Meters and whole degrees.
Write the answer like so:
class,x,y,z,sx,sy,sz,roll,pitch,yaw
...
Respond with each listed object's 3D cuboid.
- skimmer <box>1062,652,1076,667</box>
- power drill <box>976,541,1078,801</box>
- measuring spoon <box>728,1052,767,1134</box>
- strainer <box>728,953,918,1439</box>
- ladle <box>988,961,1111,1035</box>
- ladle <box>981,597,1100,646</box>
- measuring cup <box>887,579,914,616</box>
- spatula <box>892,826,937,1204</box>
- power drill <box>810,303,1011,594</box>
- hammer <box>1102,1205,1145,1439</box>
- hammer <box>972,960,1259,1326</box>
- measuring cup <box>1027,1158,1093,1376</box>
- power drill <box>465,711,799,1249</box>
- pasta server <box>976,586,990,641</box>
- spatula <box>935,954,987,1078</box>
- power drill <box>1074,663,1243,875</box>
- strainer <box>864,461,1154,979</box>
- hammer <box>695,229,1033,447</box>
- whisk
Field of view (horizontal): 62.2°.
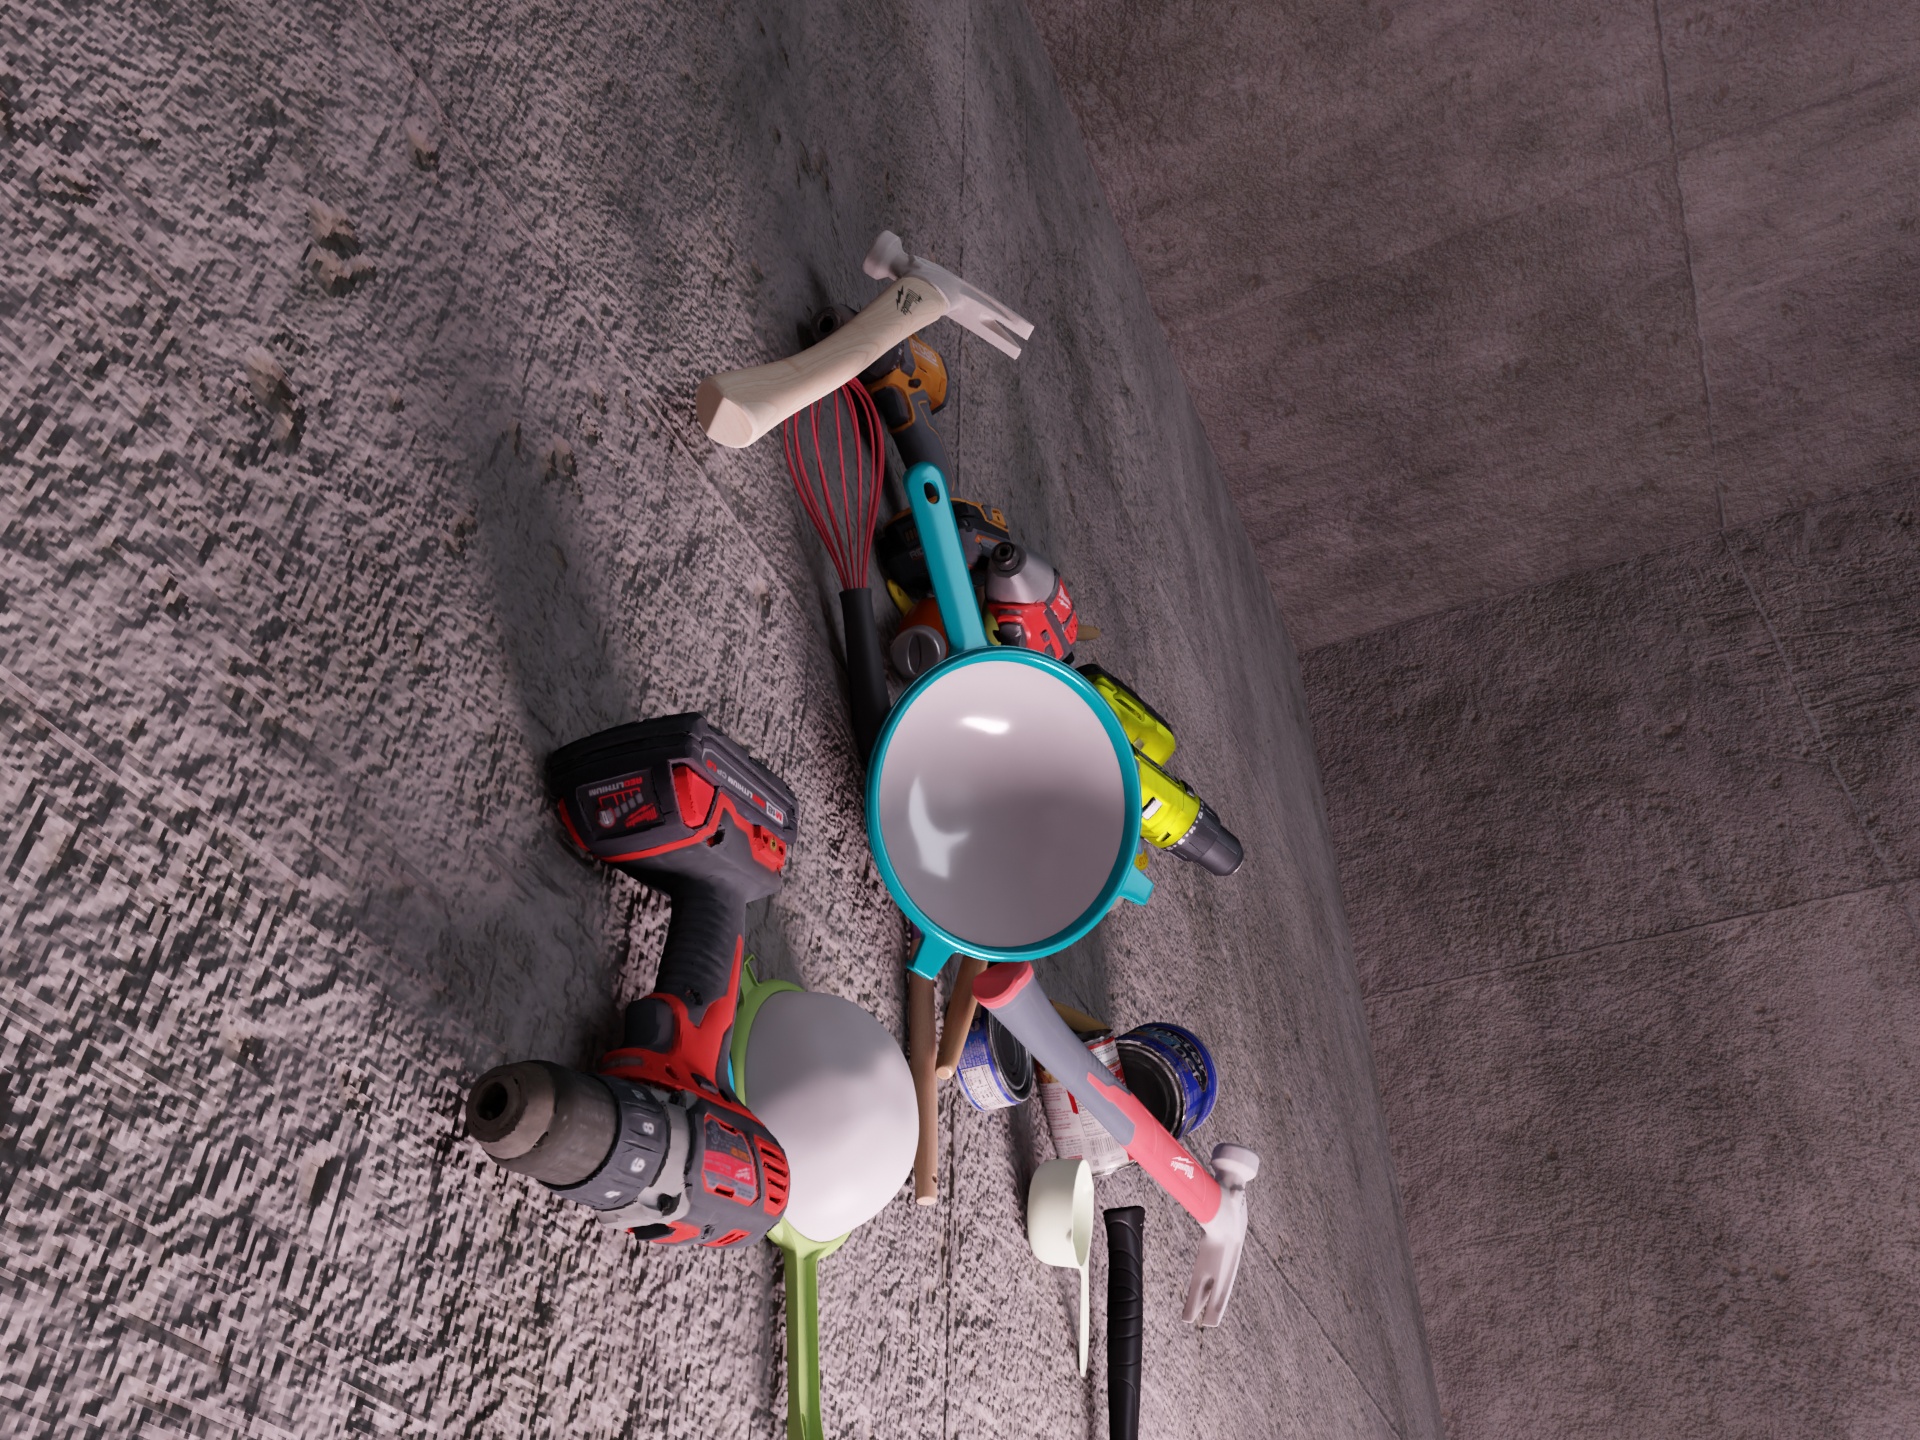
class,x,y,z,sx,sy,sz,roll,pitch,yaw
skimmer,0.163,-0.024,1.694,0.127,0.090,0.363,-107,171,-64
power drill,0.040,-0.027,1.248,0.143,0.078,0.220,57,40,-59
measuring spoon,-0.117,0.171,0.789,0.042,0.021,0.129,-2,68,-37
strainer,-0.061,0.250,0.828,0.151,0.069,0.257,51,27,-49
ladle,0.079,0.241,1.321,0.315,0.031,0.069,40,40,-62
ladle,0.093,-0.092,1.506,0.078,0.062,0.320,49,17,12
measuring cup,-0.014,-0.074,1.315,0.156,0.029,0.062,49,30,-50
spatula,-0.028,0.172,1.077,0.059,0.018,0.316,40,35,-41
power drill,-0.044,-0.224,1.289,0.185,0.084,0.226,11,60,-66
hammer,0.122,0.513,1.164,0.335,0.035,0.146,-84,151,-43
hammer,0.115,0.302,1.157,0.385,0.038,0.143,50,48,-37
measuring cup,0.074,0.402,1.165,0.083,0.038,0.167,-34,123,-72
power drill,-0.141,0.112,0.710,0.187,0.080,0.227,46,35,-54
pasta server,0.032,-0.035,1.406,0.060,0.040,0.317,42,33,-40
spatula,0.024,0.164,1.158,0.044,0.082,0.318,48,25,-13
power drill,0.170,0.048,1.503,0.190,0.080,0.229,36,14,-20
strainer,-0.002,-0.004,1.096,0.211,0.095,0.340,-15,91,-28
hammer,-0.067,-0.261,1.128,0.146,0.038,0.411,32,32,2
whisk,-0.078,-0.110,1.125,0.073,0.073,0.296,6,76,-71
